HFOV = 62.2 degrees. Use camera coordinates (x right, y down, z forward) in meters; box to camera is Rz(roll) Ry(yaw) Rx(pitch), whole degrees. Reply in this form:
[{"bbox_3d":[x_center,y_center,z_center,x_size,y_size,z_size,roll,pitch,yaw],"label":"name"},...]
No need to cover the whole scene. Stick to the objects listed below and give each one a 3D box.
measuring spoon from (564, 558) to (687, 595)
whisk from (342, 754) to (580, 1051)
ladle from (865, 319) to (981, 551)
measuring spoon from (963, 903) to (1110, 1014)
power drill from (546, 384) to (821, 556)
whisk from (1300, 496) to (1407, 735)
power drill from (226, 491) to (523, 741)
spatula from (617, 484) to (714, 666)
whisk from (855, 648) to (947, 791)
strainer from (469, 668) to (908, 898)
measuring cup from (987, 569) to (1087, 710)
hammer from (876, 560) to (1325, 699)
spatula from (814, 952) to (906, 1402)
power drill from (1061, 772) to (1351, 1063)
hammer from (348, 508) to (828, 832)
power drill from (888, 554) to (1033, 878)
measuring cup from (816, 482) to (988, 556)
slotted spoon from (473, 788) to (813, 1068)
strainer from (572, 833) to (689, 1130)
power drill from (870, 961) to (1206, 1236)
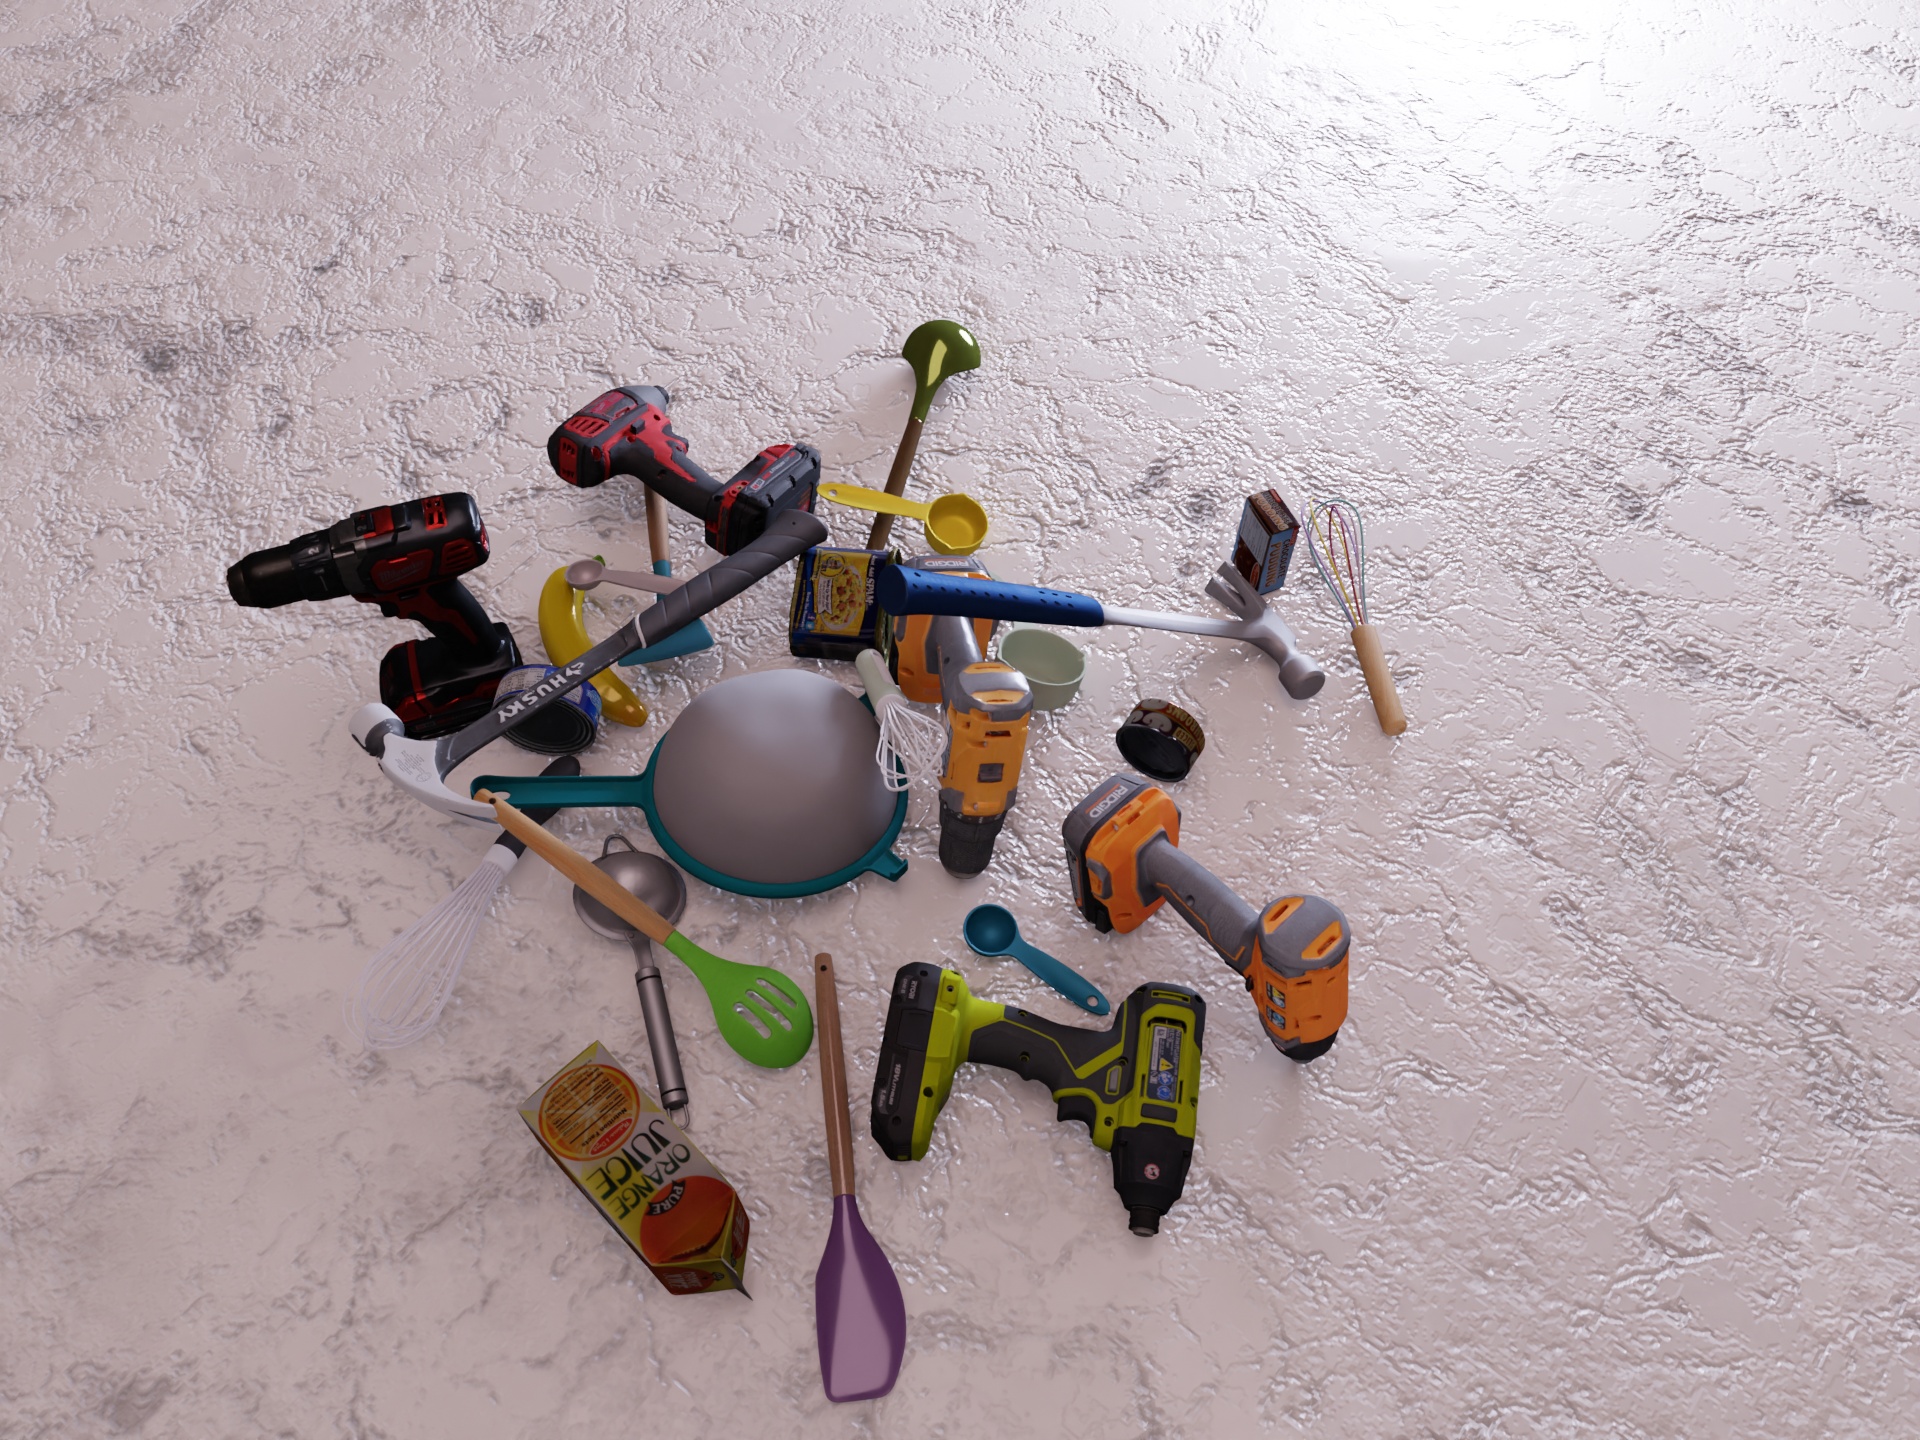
[{"bbox_3d":[-0.281,-0.115,1.369,0.124,0.018,0.034,10,46,11],"label":"measuring spoon"},{"bbox_3d":[-0.371,0.132,1.219,0.070,0.070,0.285,19,53,13],"label":"whisk"},{"bbox_3d":[-0.048,-0.250,1.488,0.078,0.062,0.320,12,64,7],"label":"ladle"},{"bbox_3d":[0.057,0.186,1.201,0.129,0.021,0.042,34,62,11],"label":"measuring spoon"},{"bbox_3d":[-0.242,-0.232,1.427,0.220,0.078,0.143,26,44,12],"label":"power drill"},{"bbox_3d":[0.343,-0.095,1.370,0.051,0.047,0.245,-14,60,6],"label":"whisk"},{"bbox_3d":[-0.450,-0.078,1.258,0.188,0.226,0.080,-16,57,-10],"label":"power drill"},{"bbox_3d":[-0.271,-0.166,1.426,0.082,0.044,0.318,-12,55,-1],"label":"spatula"},{"bbox_3d":[-0.051,-0.007,1.215,0.059,0.057,0.247,-45,24,7],"label":"whisk"},{"bbox_3d":[-0.205,0.029,1.229,0.340,0.095,0.211,-1,49,-11],"label":"strainer"},{"bbox_3d":[0.048,-0.068,1.358,0.083,0.038,0.168,-3,40,-24],"label":"measuring cup"},{"bbox_3d":[0.112,-0.087,1.253,0.405,0.035,0.144,4,42,-36],"label":"hammer"},{"bbox_3d":[-0.081,0.308,1.115,0.059,0.018,0.316,-6,57,-6],"label":"spatula"},{"bbox_3d":[0.182,0.152,1.149,0.084,0.164,0.227,-38,51,-22],"label":"power drill"},{"bbox_3d":[-0.265,-0.059,1.258,0.149,0.036,0.409,38,58,26],"label":"hammer"},{"bbox_3d":[-0.002,-0.004,1.256,0.084,0.185,0.226,-2,38,-13],"label":"power drill"},{"bbox_3d":[-0.053,-0.184,1.425,0.156,0.029,0.062,13,63,-4],"label":"measuring cup"},{"bbox_3d":[-0.236,0.147,1.174,0.314,0.031,0.070,36,55,7],"label":"slotted spoon"},{"bbox_3d":[-0.234,0.184,1.192,0.087,0.050,0.259,-7,58,-21],"label":"strainer"},{"bbox_3d":[0.054,0.259,1.113,0.223,0.080,0.171,9,60,4],"label":"power drill"}]
